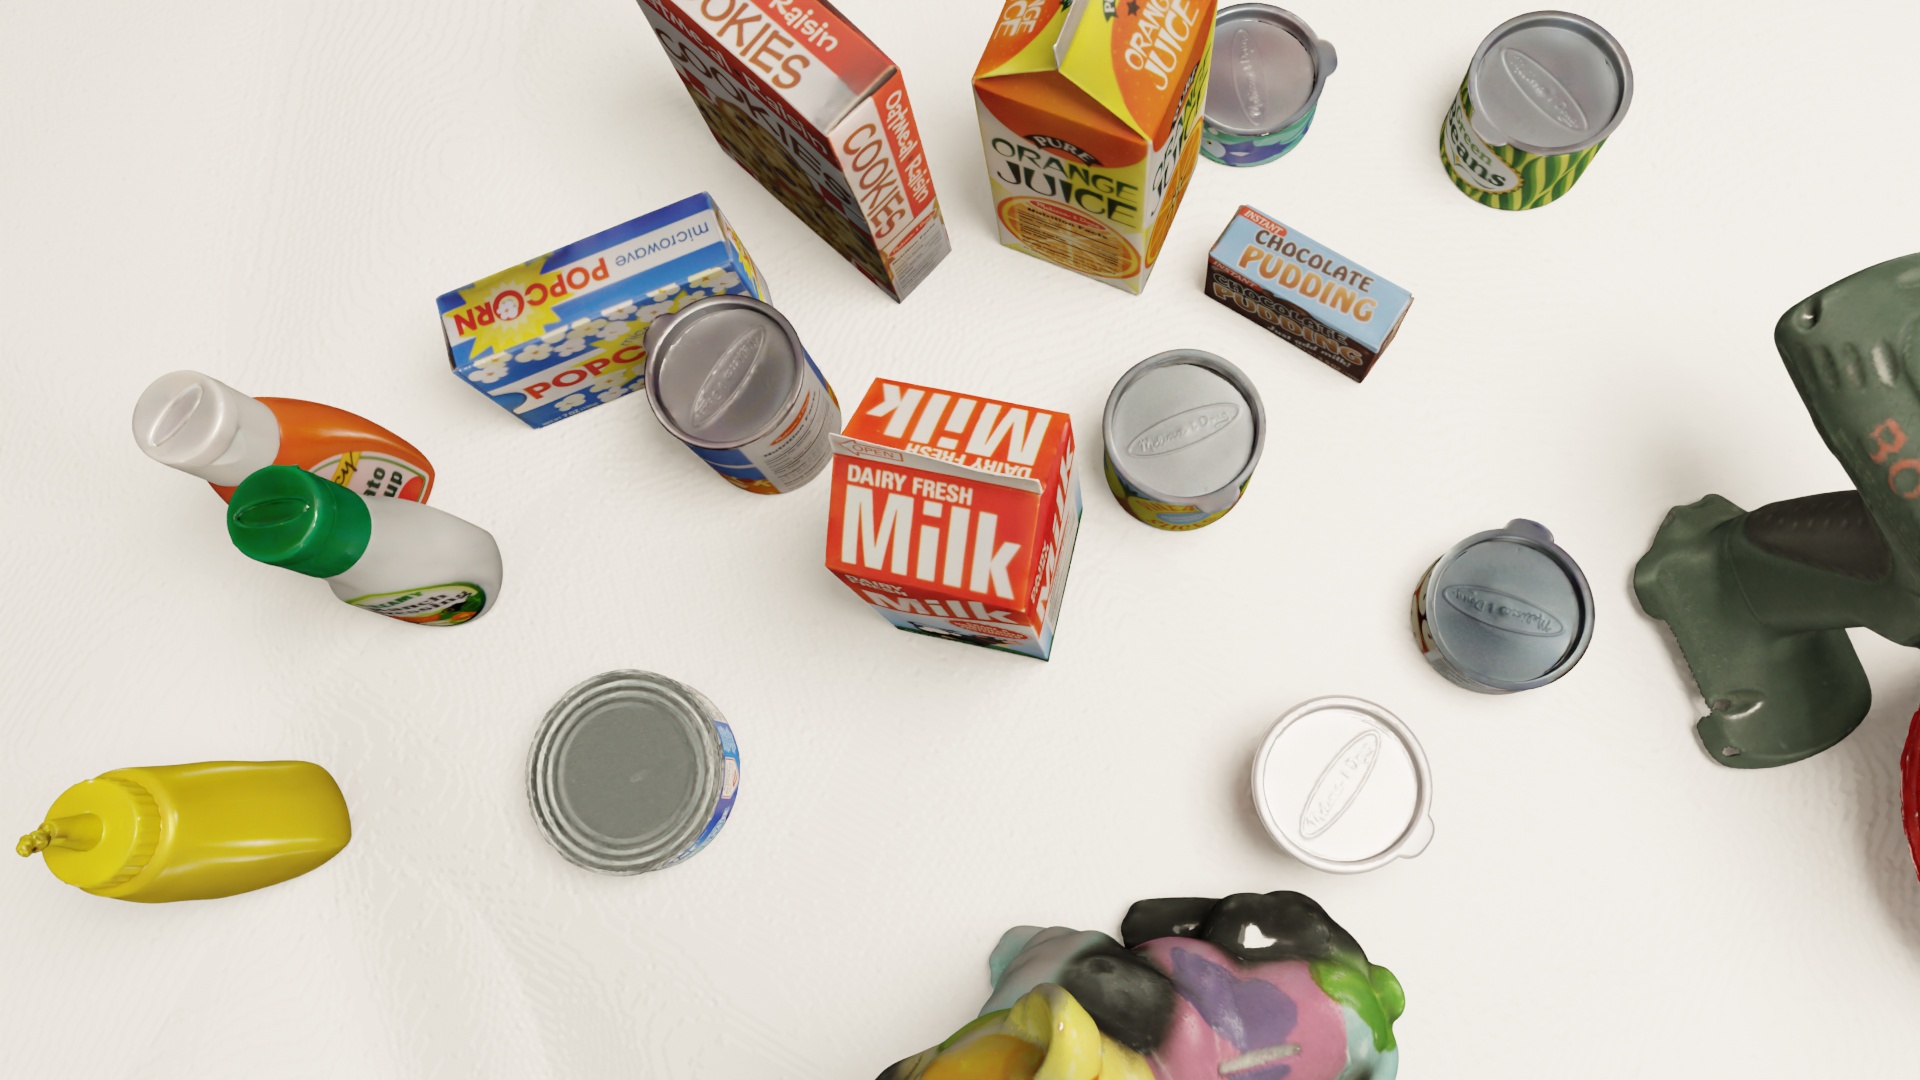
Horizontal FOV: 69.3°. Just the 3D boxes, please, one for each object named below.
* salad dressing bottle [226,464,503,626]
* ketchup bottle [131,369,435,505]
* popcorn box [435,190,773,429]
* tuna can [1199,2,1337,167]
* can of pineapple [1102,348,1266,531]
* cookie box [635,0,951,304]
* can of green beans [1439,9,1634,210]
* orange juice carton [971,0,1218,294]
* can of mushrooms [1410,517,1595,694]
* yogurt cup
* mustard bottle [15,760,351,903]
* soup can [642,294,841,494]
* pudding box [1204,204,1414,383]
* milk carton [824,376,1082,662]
[{"bbox_3d":[-0.239,0.004,0.568,0.064,0.147,0.044,-10,78,4],"label":"salad dressing bottle"},{"bbox_3d":[-0.280,-0.031,0.579,0.043,0.148,0.065,33,84,11],"label":"ketchup bottle"},{"bbox_3d":[-0.151,-0.099,0.613,0.127,0.085,0.038,-21,77,1],"label":"popcorn box"},{"bbox_3d":[0.133,-0.207,0.633,0.071,0.032,0.071,-1,78,6],"label":"tuna can"},{"bbox_3d":[0.093,-0.039,0.588,0.071,0.057,0.071,-1,78,6],"label":"can of pineapple"},{"bbox_3d":[-0.068,-0.179,0.579,0.123,0.167,0.040,43,86,12],"label":"cookie box"},{"bbox_3d":[0.248,-0.185,0.603,0.071,0.057,0.071,-1,78,6],"label":"can of green beans"},{"bbox_3d":[0.054,-0.174,0.552,0.073,0.192,0.072,22,82,10],"label":"orange juice carton"},{"bbox_3d":[0.223,0.028,0.573,0.071,0.033,0.071,-1,78,6],"label":"can of mushrooms"},{"bbox_3d":[0.149,0.098,0.555,0.072,0.054,0.072,-1,78,6],"label":"yogurt cup"},{"bbox_3d":[-0.305,0.113,0.545,0.065,0.160,0.049,-25,77,1],"label":"mustard bottle"},{"bbox_3d":[-0.093,-0.062,0.599,0.071,0.083,0.071,-1,78,6],"label":"soup can"},{"bbox_3d":[0.149,-0.107,0.601,0.084,0.049,0.030,33,84,12],"label":"pudding box"},{"bbox_3d":[0.002,-0.007,0.523,0.072,0.190,0.073,12,80,8],"label":"milk carton"}]
